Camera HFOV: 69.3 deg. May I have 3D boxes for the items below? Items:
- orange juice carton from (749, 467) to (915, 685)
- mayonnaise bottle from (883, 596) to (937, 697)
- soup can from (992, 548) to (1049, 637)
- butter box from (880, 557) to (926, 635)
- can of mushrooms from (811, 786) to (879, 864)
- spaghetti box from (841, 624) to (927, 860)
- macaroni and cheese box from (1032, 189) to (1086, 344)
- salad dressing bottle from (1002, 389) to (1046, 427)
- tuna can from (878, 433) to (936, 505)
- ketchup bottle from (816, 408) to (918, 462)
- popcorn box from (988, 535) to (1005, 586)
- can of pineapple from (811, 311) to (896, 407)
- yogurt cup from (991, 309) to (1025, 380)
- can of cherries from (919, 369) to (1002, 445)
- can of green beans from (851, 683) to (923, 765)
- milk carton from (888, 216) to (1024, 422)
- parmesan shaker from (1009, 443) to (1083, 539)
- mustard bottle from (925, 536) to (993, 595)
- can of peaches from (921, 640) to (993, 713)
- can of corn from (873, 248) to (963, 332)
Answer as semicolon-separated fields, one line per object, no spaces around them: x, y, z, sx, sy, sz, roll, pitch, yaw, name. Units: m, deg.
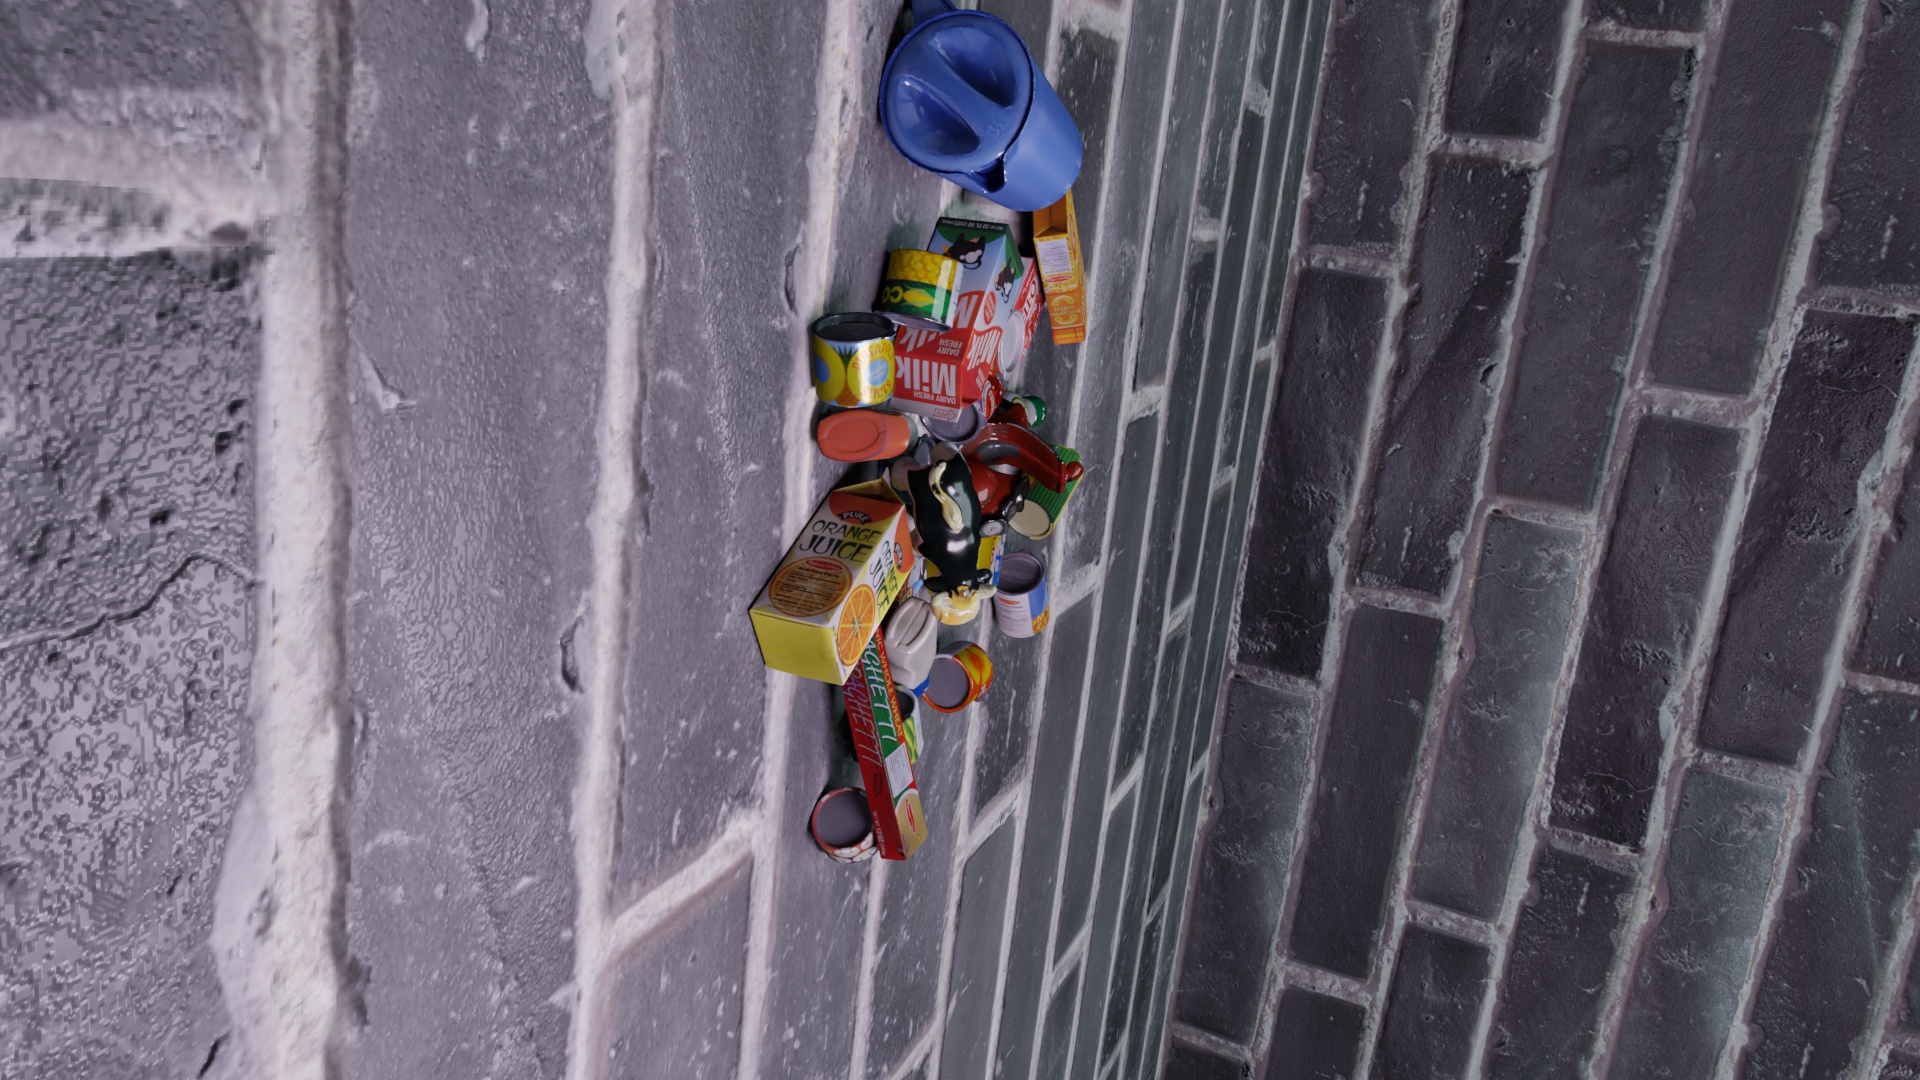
-0.096;0.024;1.173;0.071;0.073;0.194;82;28;-43;orange juice carton
-0.049;0.111;1.349;0.065;0.041;0.147;-58;168;-25;mayonnaise bottle
0.071;0.063;1.645;0.083;0.071;0.072;79;30;-48;soup can
-0.064;0.043;1.337;0.104;0.024;0.052;-54;150;-48;butter box
-0.106;0.266;1.294;0.033;0.071;0.071;70;37;-55;can of mushrooms
-0.076;0.165;1.261;0.050;0.028;0.249;-31;111;-63;spaghetti box
0.110;-0.316;1.525;0.165;0.040;0.124;71;17;-54;macaroni and cheese box
0.055;-0.136;1.525;0.148;0.044;0.064;-25;123;-66;salad dressing bottle
-0.049;-0.069;1.304;0.071;0.033;0.071;11;91;-70;tuna can
-0.072;-0.091;1.196;0.149;0.065;0.043;-20;104;-76;ketchup bottle
0.020;-0.011;1.511;0.085;0.038;0.126;-10;110;-69;popcorn box
-0.084;-0.145;1.117;0.071;0.071;0.057;-49;145;-53;can of pineapple
0.029;-0.203;1.407;0.072;0.054;0.072;11;91;-70;yogurt cup
0.003;-0.135;1.349;0.059;0.071;0.071;-56;150;-47;can of cherries
-0.071;0.180;1.335;0.071;0.071;0.057;-56;149;-46;can of green beans
-0.006;-0.199;1.289;0.073;0.072;0.191;58;47;-62;milk carton
0.100;-0.060;1.649;0.103;0.071;0.071;-58;152;-42;parmesan shaker
0.005;-0.018;1.435;0.049;0.065;0.160;30;68;-63;mustard bottle
-0.004;0.148;1.488;0.058;0.071;0.071;-22;121;-65;can of peaches
-0.036;-0.219;1.214;0.071;0.071;0.058;13;88;-70;can of corn
